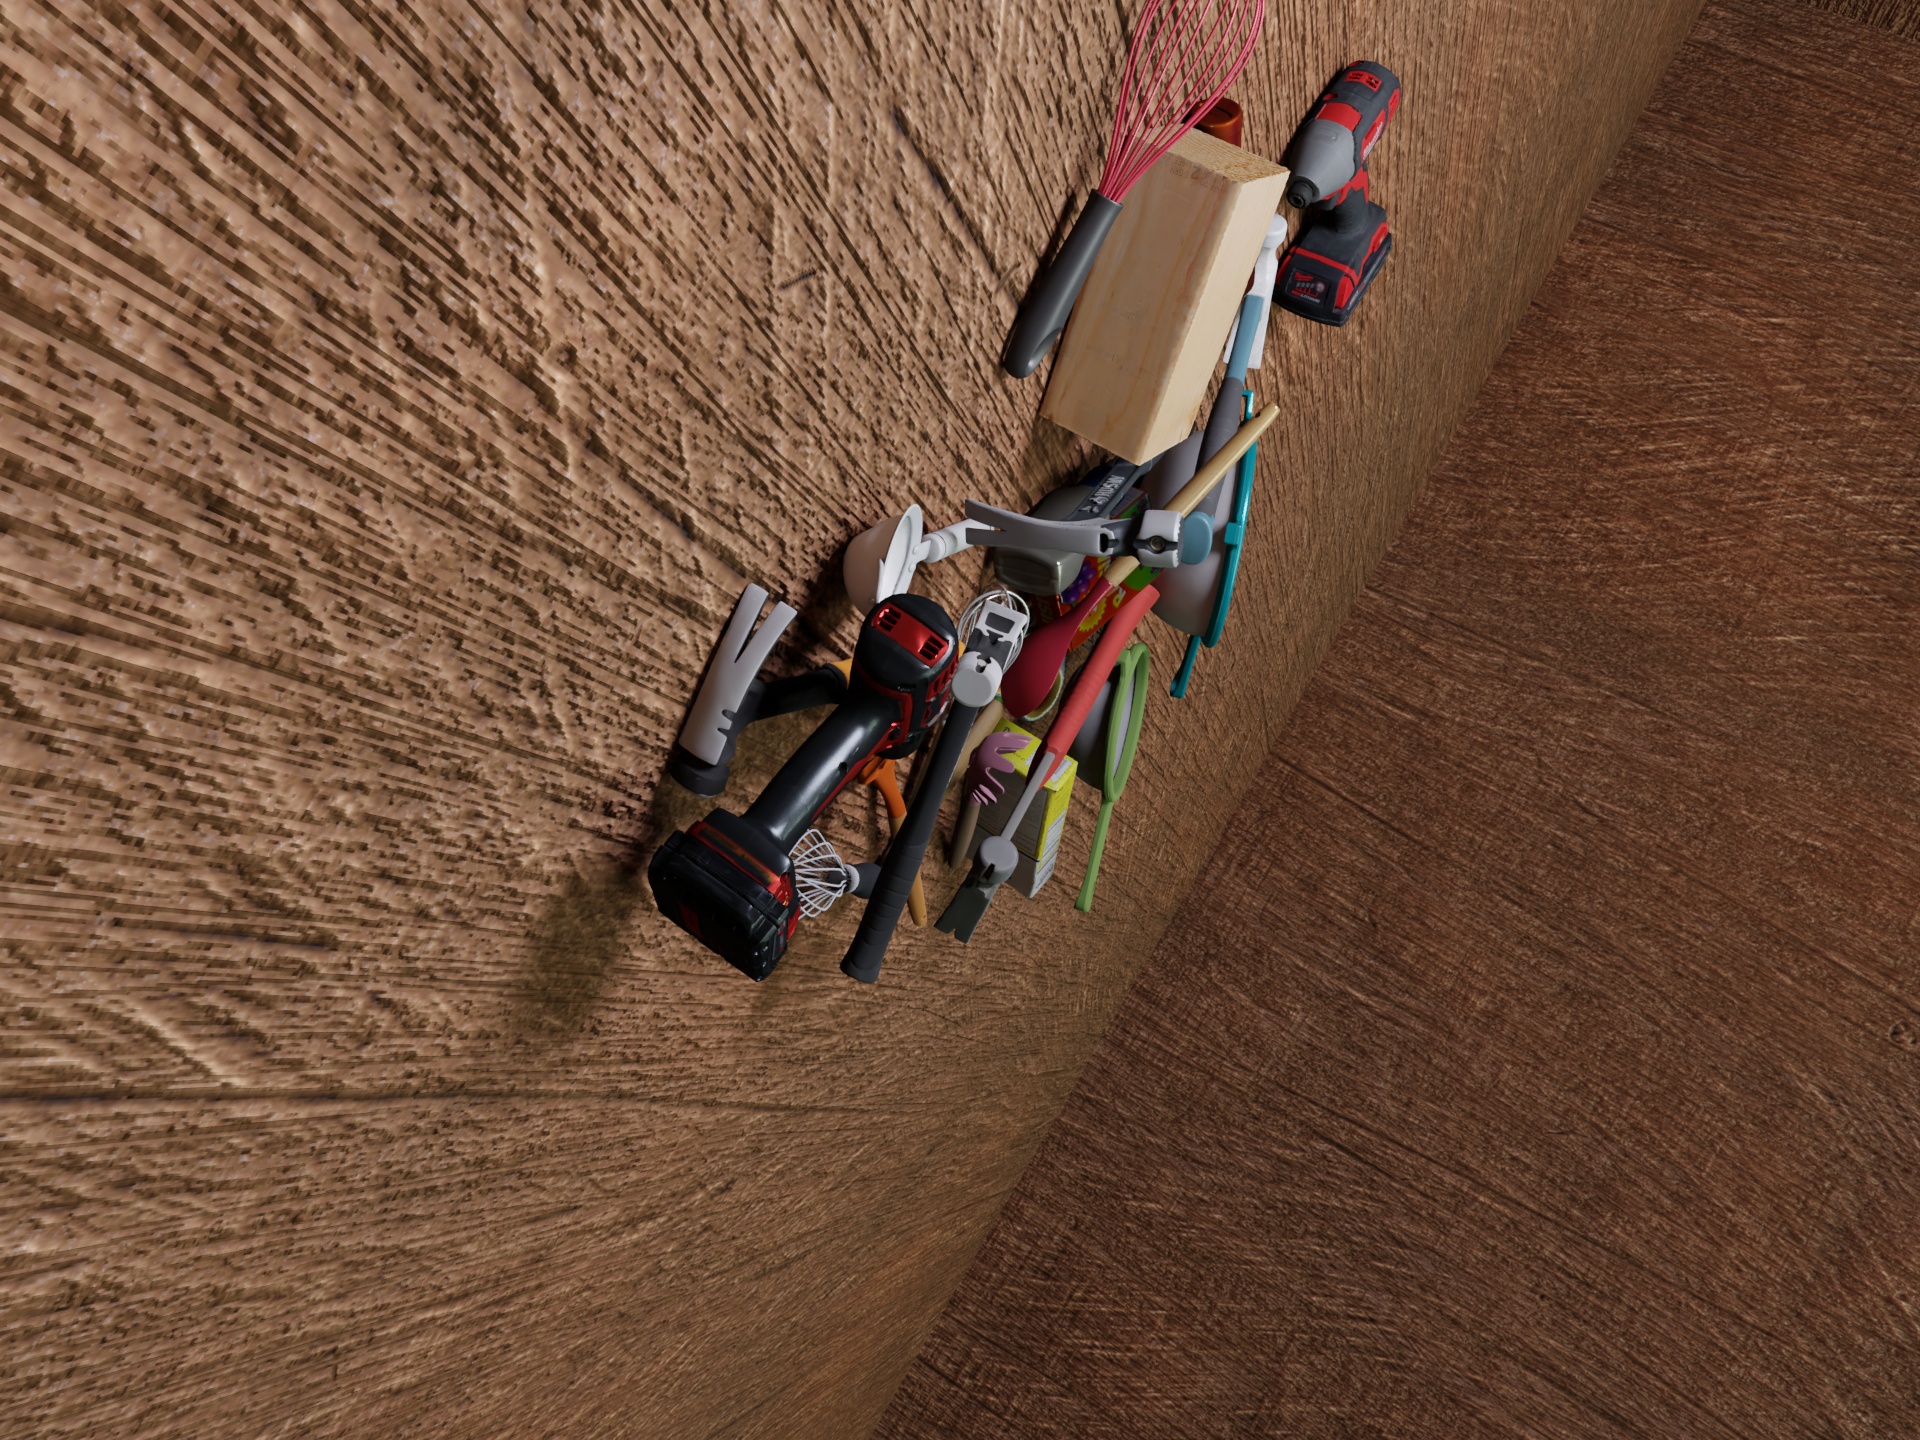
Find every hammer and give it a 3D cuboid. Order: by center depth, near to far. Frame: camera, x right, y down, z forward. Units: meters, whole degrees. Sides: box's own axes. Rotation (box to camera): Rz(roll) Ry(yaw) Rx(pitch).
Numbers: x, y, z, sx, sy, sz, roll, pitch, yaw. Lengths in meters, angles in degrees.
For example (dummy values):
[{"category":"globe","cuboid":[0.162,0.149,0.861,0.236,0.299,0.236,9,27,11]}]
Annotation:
[{"category":"hammer","cuboid":[-0.070,-0.034,1.053,0.127,0.034,0.337,-64,162,17]},{"category":"hammer","cuboid":[-0.026,0.063,1.153,0.146,0.035,0.334,-67,179,-59]},{"category":"hammer","cuboid":[0.121,-0.188,1.198,0.409,0.149,0.036,-53,145,-63]},{"category":"hammer","cuboid":[0.080,0.017,1.318,0.359,0.037,0.149,-60,177,-33]},{"category":"hammer","cuboid":[0.225,-0.269,1.333,0.128,0.033,0.331,88,17,-57]}]

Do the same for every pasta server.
[{"category":"pasta server","cuboid":[0.015,0.081,1.392,0.060,0.040,0.316,-60,174,-23]}]

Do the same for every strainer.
[{"category":"strainer","cuboid":[-0.025,-0.111,1.047,0.258,0.050,0.086,-35,143,-65]},{"category":"strainer","cuboid":[0.116,0.048,1.481,0.151,0.069,0.256,-8,111,-76]},{"category":"strainer","cuboid":[0.200,-0.138,1.500,0.340,0.095,0.211,97,4,-52]}]

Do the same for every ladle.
[{"category":"ladle","cuboid":[0.135,-0.127,1.241,0.031,0.069,0.315,36,103,-33]}]

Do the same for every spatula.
[{"category":"spatula","cuboid":[-0.043,0.091,1.285,0.081,0.041,0.322,-43,151,-22]}]

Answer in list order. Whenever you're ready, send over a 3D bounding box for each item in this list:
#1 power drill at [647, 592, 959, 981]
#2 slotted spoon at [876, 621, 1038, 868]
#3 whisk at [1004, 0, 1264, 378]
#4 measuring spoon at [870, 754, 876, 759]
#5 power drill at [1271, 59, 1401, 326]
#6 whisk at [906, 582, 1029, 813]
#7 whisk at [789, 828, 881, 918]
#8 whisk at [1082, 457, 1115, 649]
[{"category":"power drill","cuboid":[-0.083,0.042,0.958,0.227,0.080,0.187,-53,173,-19]},{"category":"slotted spoon","cuboid":[0.020,0.007,1.379,0.314,0.031,0.070,-55,149,-11]},{"category":"whisk","cuboid":[0.103,-0.347,1.002,0.295,0.073,0.073,-60,164,22]},{"category":"measuring spoon","cuboid":[-0.054,0.012,1.213,0.117,0.011,0.021,-33,163,-50]},{"category":"power drill","cuboid":[0.333,-0.462,1.424,0.143,0.079,0.219,-57,159,-15]},{"category":"whisk","cuboid":[-0.002,-0.004,1.274,0.057,0.059,0.246,1,129,-28]},{"category":"whisk","cuboid":[-0.097,0.119,1.196,0.070,0.070,0.284,-60,167,-1]},{"category":"whisk","cuboid":[0.131,-0.144,1.426,0.055,0.055,0.238,-49,155,-31]}]
